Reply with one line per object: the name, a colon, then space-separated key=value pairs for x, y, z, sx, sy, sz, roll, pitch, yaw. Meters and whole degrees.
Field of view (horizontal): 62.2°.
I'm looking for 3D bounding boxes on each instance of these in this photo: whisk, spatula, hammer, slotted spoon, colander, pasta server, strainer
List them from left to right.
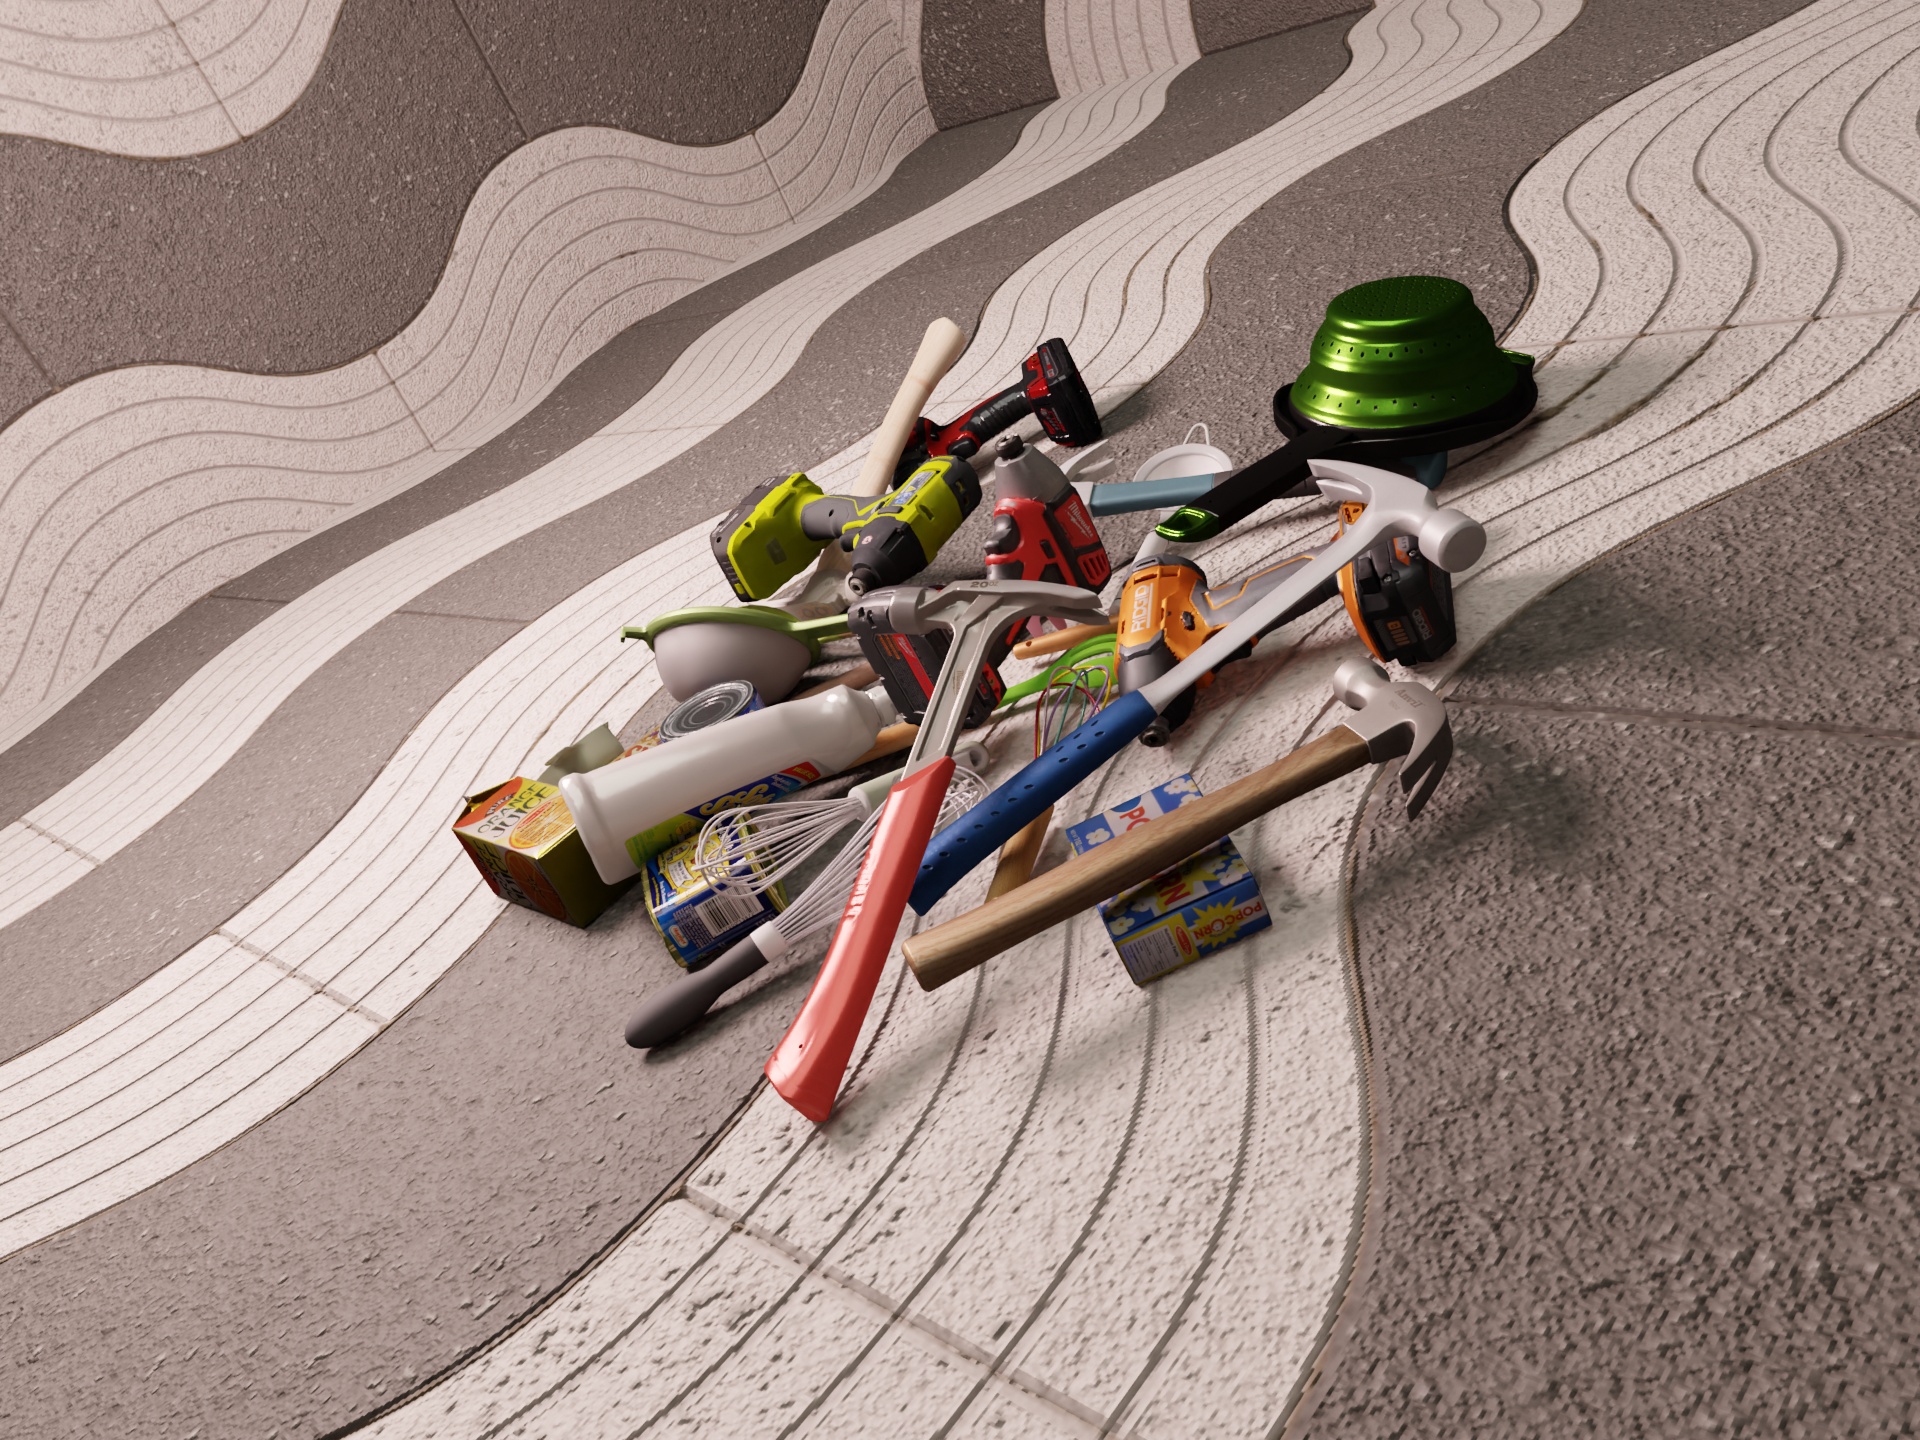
strainer: x=-0.153 y=-0.046 z=1.323 sx=0.256 sy=0.151 sz=0.069 roll=-8 pitch=69 yaw=34
whisk: x=-0.096 y=0.125 z=1.032 sx=0.284 sy=0.070 sz=0.070 roll=-36 pitch=28 yaw=-7
whisk: x=-0.074 y=0.059 z=1.074 sx=0.246 sy=0.058 sz=0.059 roll=-21 pitch=2 yaw=-36
hammer: x=-0.087 y=-0.261 z=1.615 sx=0.146 sy=0.038 sz=0.411 roll=-7 pitch=48 yaw=35
pasta server: x=-0.051 y=-0.044 z=1.324 sx=0.316 sy=0.040 sz=0.060 roll=-24 pitch=26 yaw=12
hammer: x=-0.025 y=0.066 z=0.955 sx=0.149 sy=0.036 sz=0.359 roll=4 pitch=59 yaw=28
slotted spoon: x=-0.002 y=-0.004 z=1.206 sx=0.314 sy=0.031 sz=0.070 roll=-21 pitch=25 yaw=14
whisk: x=0.055 y=0.042 z=1.058 sx=0.047 sy=0.051 sz=0.245 roll=17 pitch=44 yaw=6
hammer: x=0.123 y=-0.020 z=0.989 sx=0.405 sy=0.035 sz=0.144 roll=-38 pitch=36 yaw=1
strainer: x=0.166 y=-0.155 z=1.315 sx=0.087 sy=0.050 sz=0.259 roll=5 pitch=44 yaw=27
hammer: x=0.122 y=0.064 z=0.880 sx=0.331 sy=0.031 sz=0.130 roll=-26 pitch=27 yaw=-6
spatula: x=0.185 y=-0.096 z=1.183 sx=0.322 sy=0.041 sz=0.081 roll=-15 pitch=51 yaw=21
hammer: x=0.218 y=-0.187 z=1.274 sx=0.331 sy=0.033 sz=0.128 roll=-4 pitch=45 yaw=19
colander: x=0.287 y=-0.252 z=1.214 sx=0.397 sy=0.094 sz=0.205 roll=-33 pitch=37 yaw=-30

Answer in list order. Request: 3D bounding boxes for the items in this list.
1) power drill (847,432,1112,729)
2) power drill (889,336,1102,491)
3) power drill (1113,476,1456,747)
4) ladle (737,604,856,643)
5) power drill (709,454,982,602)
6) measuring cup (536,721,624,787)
power drill: x=0.022 y=-0.106 z=1.179 sx=0.078 sy=0.143 sz=0.220 roll=1 pitch=39 yaw=44
power drill: x=0.026 y=-0.287 z=1.637 sx=0.226 sy=0.080 sz=0.188 roll=-24 pitch=33 yaw=12
power drill: x=0.208 y=-0.065 z=1.066 sx=0.226 sy=0.084 sz=0.164 roll=-16 pitch=40 yaw=27
ladle: x=-0.087 y=-0.093 z=1.369 sx=0.320 sy=0.062 sz=0.078 roll=-10 pitch=15 yaw=41
power drill: x=-0.110 y=-0.165 z=1.424 sx=0.223 sy=0.080 sz=0.171 roll=1 pitch=40 yaw=39
measuring cup: x=-0.319 y=0.041 z=1.326 sx=0.083 sy=0.038 sz=0.167 roll=-41 pitch=4 yaw=-5
